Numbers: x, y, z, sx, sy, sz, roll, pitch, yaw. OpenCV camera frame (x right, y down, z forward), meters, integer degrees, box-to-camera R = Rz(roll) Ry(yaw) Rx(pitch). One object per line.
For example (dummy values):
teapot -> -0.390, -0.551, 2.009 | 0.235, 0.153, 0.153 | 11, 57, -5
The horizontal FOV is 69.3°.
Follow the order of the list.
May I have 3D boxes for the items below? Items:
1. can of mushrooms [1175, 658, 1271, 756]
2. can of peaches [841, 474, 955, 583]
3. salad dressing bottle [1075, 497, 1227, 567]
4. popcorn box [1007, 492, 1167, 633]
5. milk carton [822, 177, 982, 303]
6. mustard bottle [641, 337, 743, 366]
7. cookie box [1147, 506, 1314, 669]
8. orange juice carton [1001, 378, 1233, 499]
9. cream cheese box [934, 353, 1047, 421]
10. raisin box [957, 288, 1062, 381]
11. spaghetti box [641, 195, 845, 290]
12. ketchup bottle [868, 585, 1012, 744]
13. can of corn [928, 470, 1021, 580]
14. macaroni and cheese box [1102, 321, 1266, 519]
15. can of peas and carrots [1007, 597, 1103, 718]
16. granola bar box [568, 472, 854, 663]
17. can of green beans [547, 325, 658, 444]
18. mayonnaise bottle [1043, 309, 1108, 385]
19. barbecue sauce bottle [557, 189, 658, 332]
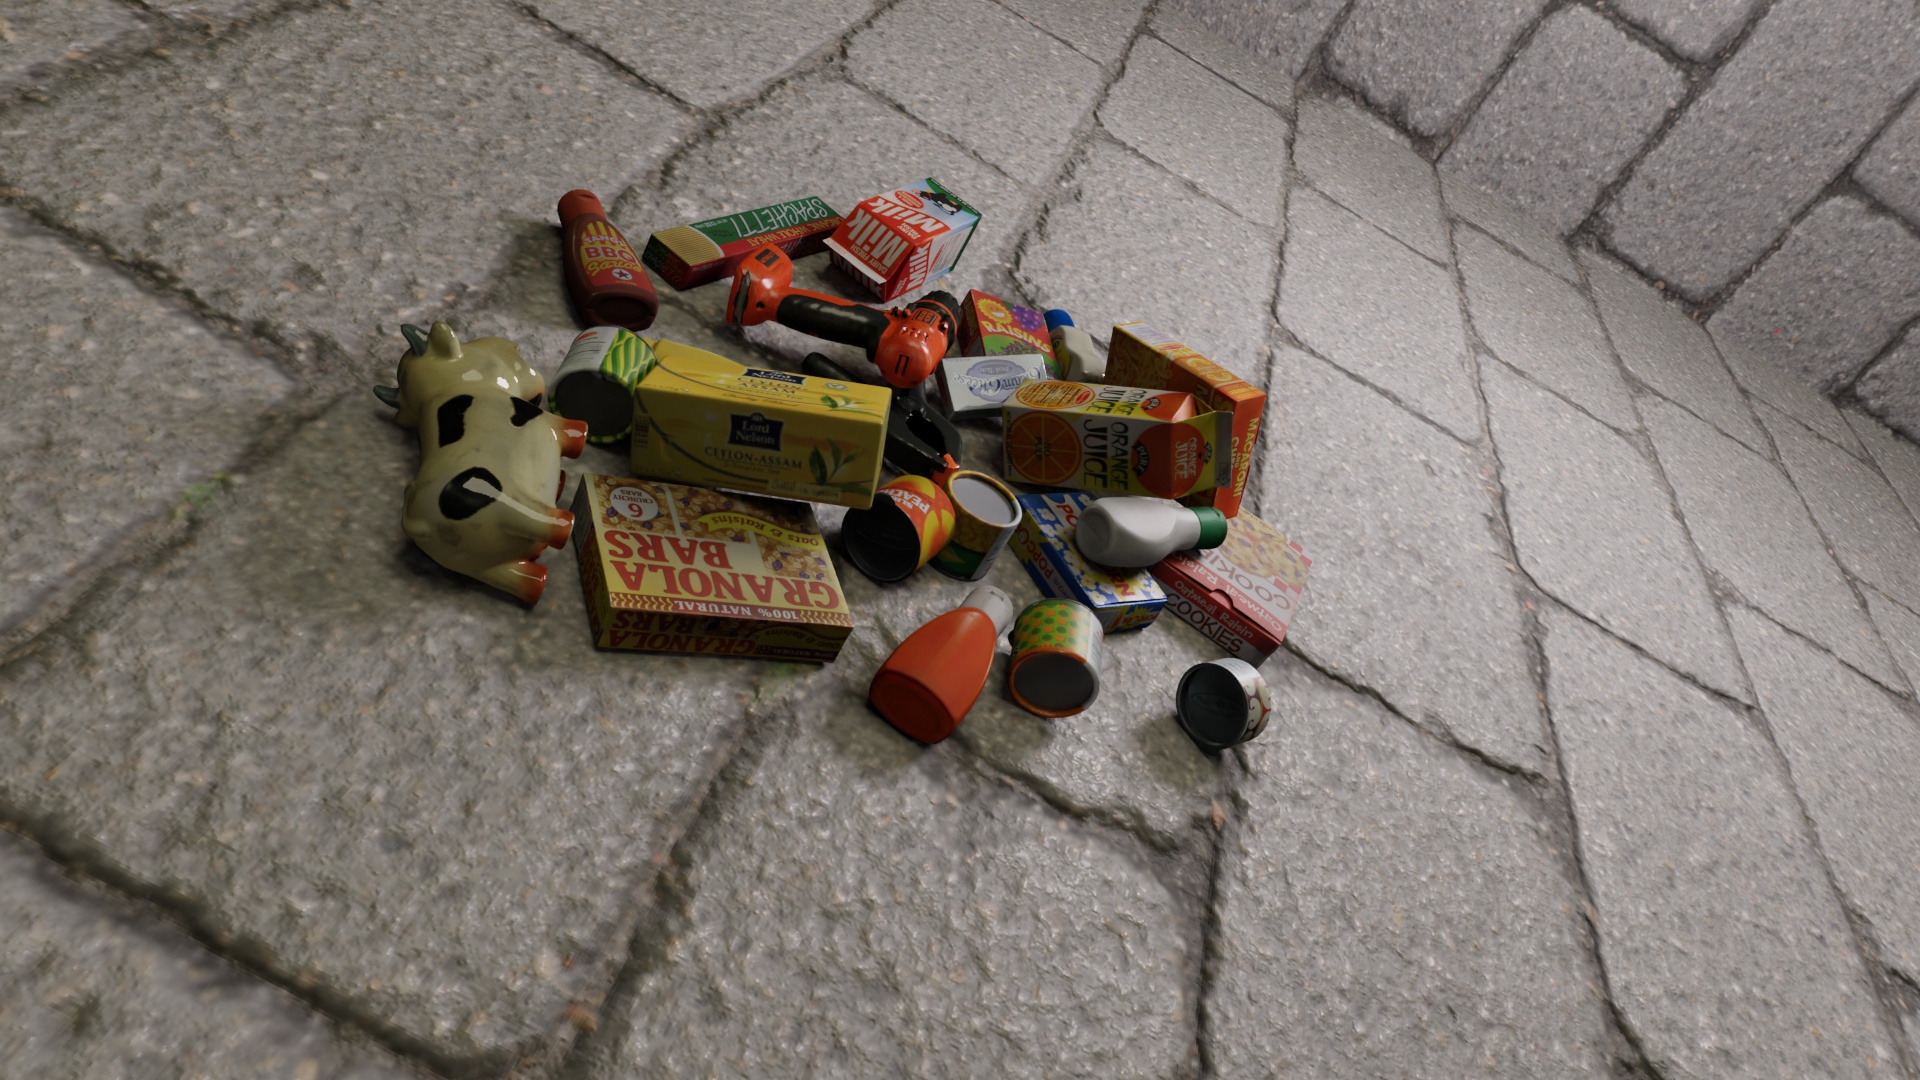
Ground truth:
can of mushrooms -> 0.198, 0.125, 1.048 | 0.033, 0.070, 0.071 | -6, 49, -45
can of peaches -> -0.044, -0.011, 1.023 | 0.071, 0.071, 0.058 | 39, 33, 10
salad dressing bottle -> 0.159, -0.008, 1.134 | 0.148, 0.043, 0.064 | -2, 41, -41
popcorn box -> 0.099, 0.018, 1.128 | 0.085, 0.038, 0.127 | -4, 48, -40
milk carton -> -0.061, -0.294, 1.368 | 0.072, 0.073, 0.191 | 37, 34, 8
mustard bottle -> -0.202, -0.116, 1.052 | 0.160, 0.048, 0.065 | 24, 32, -10
cookie box -> 0.238, 0.027, 1.225 | 0.123, 0.040, 0.168 | 35, 34, 5
orange juice carton -> 0.136, -0.087, 1.185 | 0.193, 0.071, 0.073 | 8, 28, 20
cream cheese box -> 0.030, -0.138, 1.251 | 0.104, 0.024, 0.053 | -7, 76, -27
raisin box -> 0.046, -0.184, 1.344 | 0.086, 0.040, 0.124 | 15, 38, -22
spaghetti box -> -0.191, -0.279, 1.285 | 0.050, 0.028, 0.251 | 40, 35, 11
ketchup bottle -> -0.005, 0.079, 0.963 | 0.065, 0.043, 0.149 | 36, 34, 5
can of corn -> 0.004, -0.013, 1.074 | 0.071, 0.058, 0.071 | 21, 35, -16
macaroni and cheese box -> 0.193, -0.109, 1.246 | 0.040, 0.123, 0.167 | -14, 37, -32
can of peas and carrots -> 0.066, 0.085, 0.994 | 0.071, 0.070, 0.059 | 25, 35, -10
granola bar box -> -0.165, 0.019, 0.916 | 0.166, 0.039, 0.125 | 7, 40, -32
can of green beans -> -0.253, -0.111, 0.988 | 0.071, 0.071, 0.058 | 23, 35, -14
mayonnaise bottle -> 0.106, -0.177, 1.365 | 0.041, 0.064, 0.149 | 13, 34, -20
barbecue sauce bottle -> -0.294, -0.229, 1.128 | 0.065, 0.043, 0.149 | 2, 43, -35
